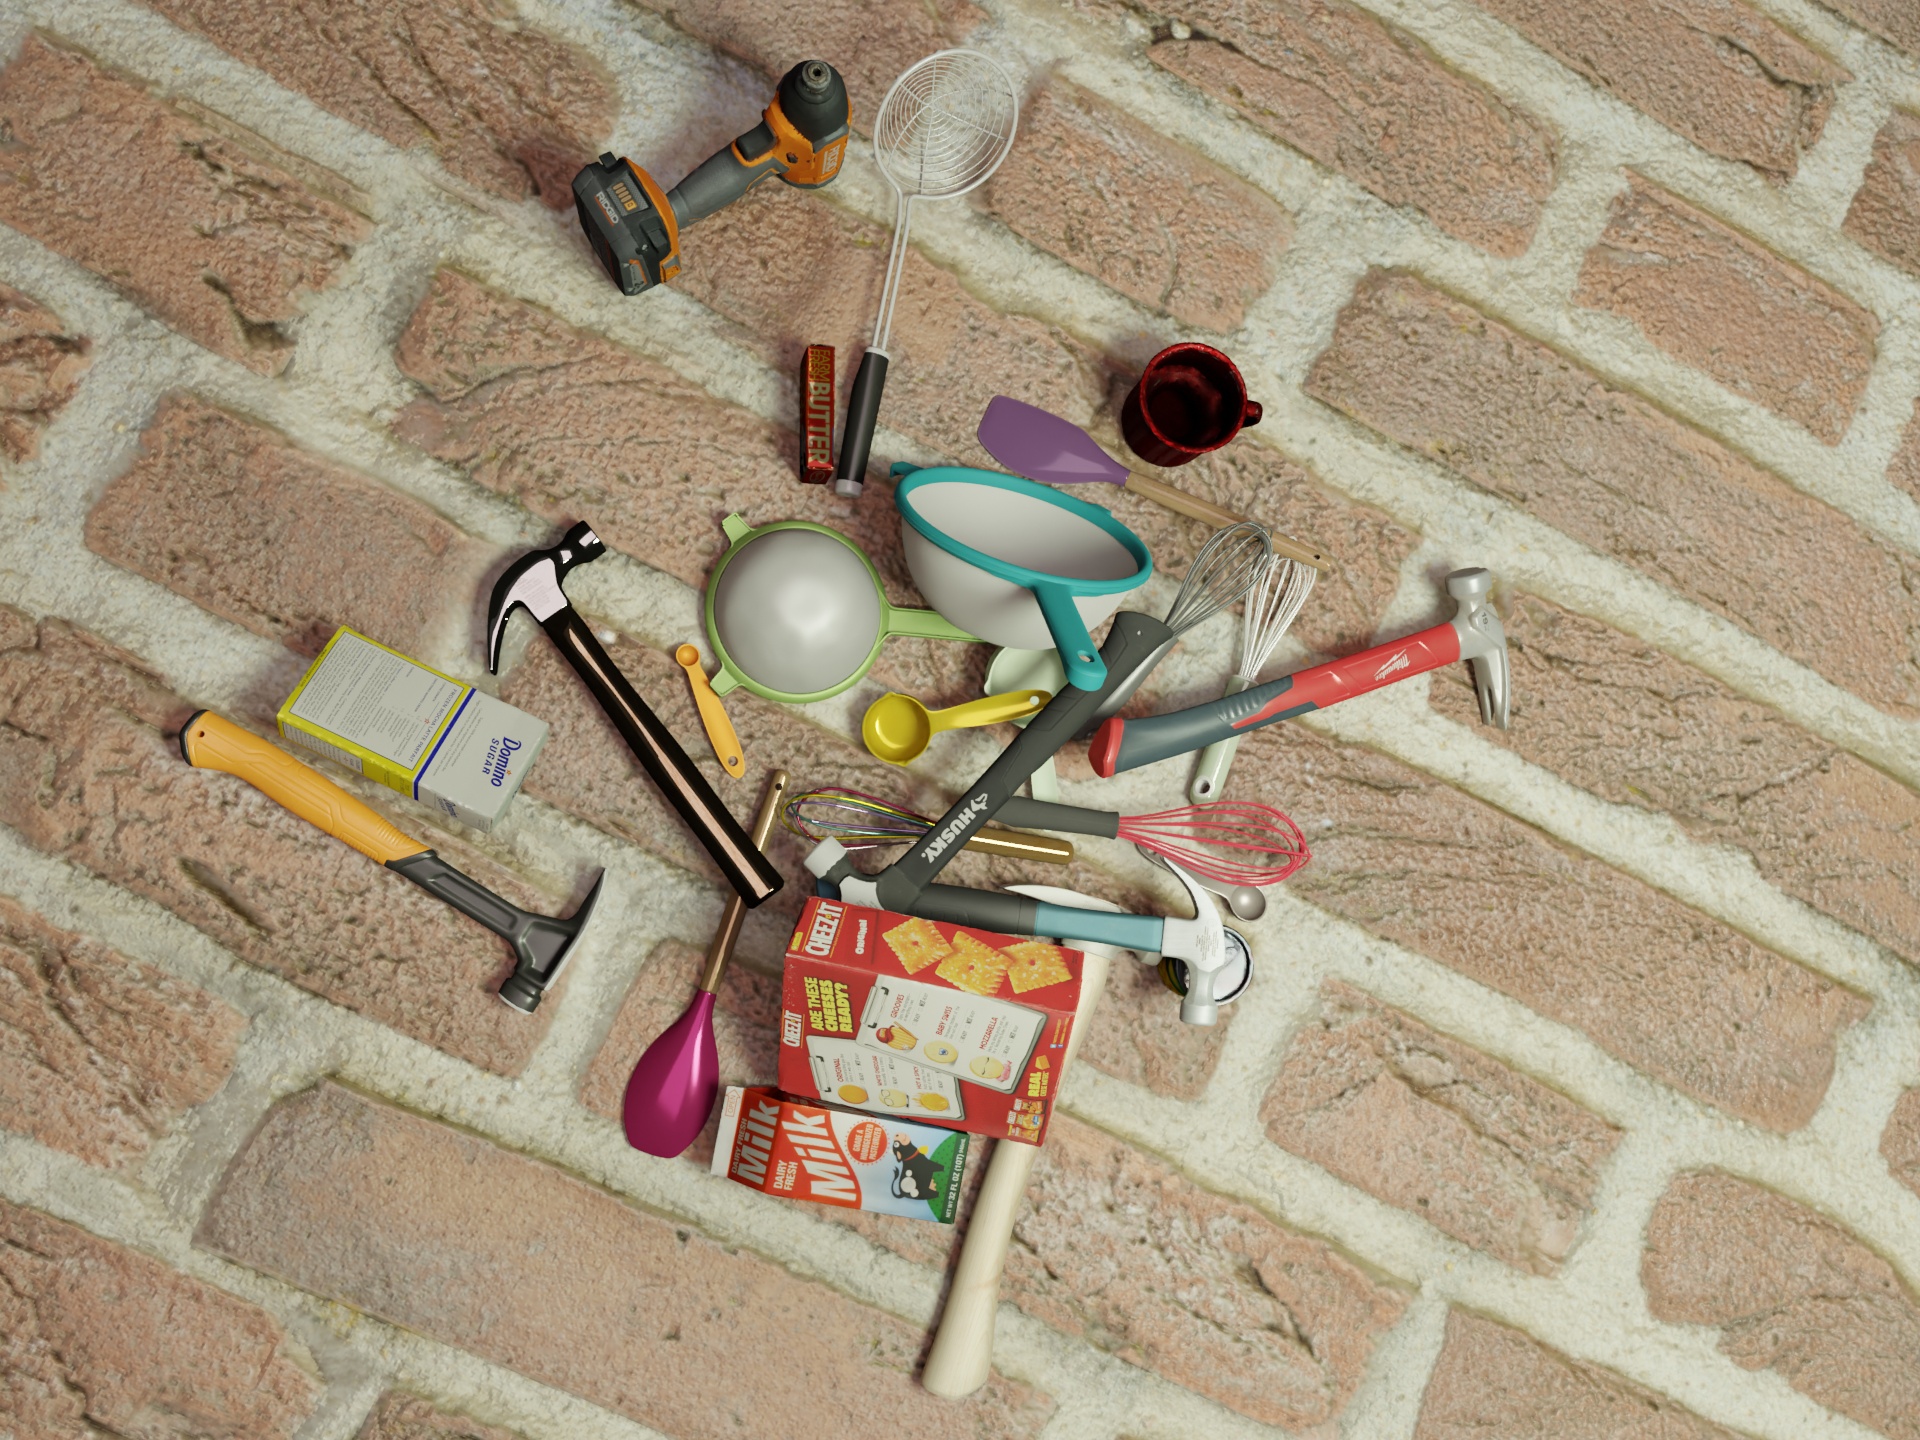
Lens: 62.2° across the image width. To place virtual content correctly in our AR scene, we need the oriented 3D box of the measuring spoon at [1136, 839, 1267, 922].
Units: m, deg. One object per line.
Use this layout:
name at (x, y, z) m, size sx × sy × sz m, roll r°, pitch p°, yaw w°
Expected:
measuring spoon at (0.202, 0.134, 1.345) m, size 0.124 × 0.018 × 0.034 m, roll 29°, pitch 65°, yaw 0°

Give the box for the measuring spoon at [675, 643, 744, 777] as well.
measuring spoon at (-0.202, -0.007, 1.286) m, size 0.021 × 0.011 × 0.117 m, roll -24°, pitch 94°, yaw -22°

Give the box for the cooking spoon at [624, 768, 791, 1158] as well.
cooking spoon at (-0.193, 0.191, 1.266) m, size 0.068 × 0.017 × 0.319 m, roll 19°, pitch 83°, yaw -6°

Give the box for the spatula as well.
spatula at (0.163, -0.191, 1.335) m, size 0.316 × 0.018 × 0.060 m, roll 23°, pitch 83°, yaw 4°

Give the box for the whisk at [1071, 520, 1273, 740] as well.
whisk at (0.171, -0.072, 1.314) m, size 0.055 × 0.055 × 0.239 m, roll 42°, pitch 98°, yaw -5°

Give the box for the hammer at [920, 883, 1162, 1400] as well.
hammer at (0.040, 0.337, 1.288) m, size 0.146 × 0.038 × 0.411 m, roll 20°, pitch 83°, yaw -7°

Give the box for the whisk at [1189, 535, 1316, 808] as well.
whisk at (0.245, -0.041, 1.352) m, size 0.058 × 0.059 × 0.246 m, roll 18°, pitch 86°, yaw 29°

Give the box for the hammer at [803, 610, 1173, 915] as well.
hammer at (0.044, 0.043, 1.244) m, size 0.146 × 0.035 × 0.335 m, roll 44°, pitch 85°, yaw 4°

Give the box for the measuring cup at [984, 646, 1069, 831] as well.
measuring cup at (0.062, 0.009, 1.323) m, size 0.083 × 0.038 × 0.167 m, roll -8°, pitch 104°, yaw -7°

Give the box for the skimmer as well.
skimmer at (-0.039, -0.361, 1.300) m, size 0.127 × 0.090 × 0.363 m, roll 15°, pitch 85°, yaw -40°

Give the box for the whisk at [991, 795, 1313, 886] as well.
whisk at (0.147, 0.089, 1.307) m, size 0.295 × 0.073 × 0.073 m, roll 9°, pitch 84°, yaw -6°

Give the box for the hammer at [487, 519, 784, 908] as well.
hammer at (-0.253, 0.009, 1.253) m, size 0.130 × 0.031 × 0.331 m, roll -37°, pitch 89°, yaw -10°

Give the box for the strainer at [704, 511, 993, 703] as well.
strainer at (-0.076, -0.086, 1.281) m, size 0.256 × 0.069 × 0.151 m, roll 5°, pitch 84°, yaw -10°

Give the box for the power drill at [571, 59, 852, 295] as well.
power drill at (-0.186, -0.434, 1.244) m, size 0.226 × 0.164 × 0.084 m, roll -32°, pitch 92°, yaw -9°

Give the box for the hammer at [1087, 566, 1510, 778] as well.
hammer at (0.289, -0.009, 1.328) m, size 0.386 × 0.038 × 0.143 m, roll -18°, pitch 104°, yaw -16°

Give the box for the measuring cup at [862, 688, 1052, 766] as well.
measuring cup at (-0.002, -0.004, 1.292) m, size 0.156 × 0.029 × 0.062 m, roll -11°, pitch 96°, yaw 3°

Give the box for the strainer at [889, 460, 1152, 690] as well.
strainer at (0.049, -0.084, 1.210) m, size 0.211 × 0.341 × 0.095 m, roll 10°, pitch 119°, yaw -16°

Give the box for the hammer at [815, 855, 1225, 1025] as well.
hammer at (0.046, 0.157, 1.267) m, size 0.331 × 0.033 × 0.128 m, roll 7°, pitch 85°, yaw 3°

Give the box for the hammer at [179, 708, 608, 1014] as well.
hammer at (-0.439, 0.087, 1.222) m, size 0.337 × 0.034 × 0.127 m, roll 33°, pitch 82°, yaw -6°

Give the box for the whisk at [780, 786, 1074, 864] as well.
whisk at (-0.026, 0.092, 1.297) m, size 0.245 × 0.051 × 0.047 m, roll 10°, pitch 105°, yaw -13°
